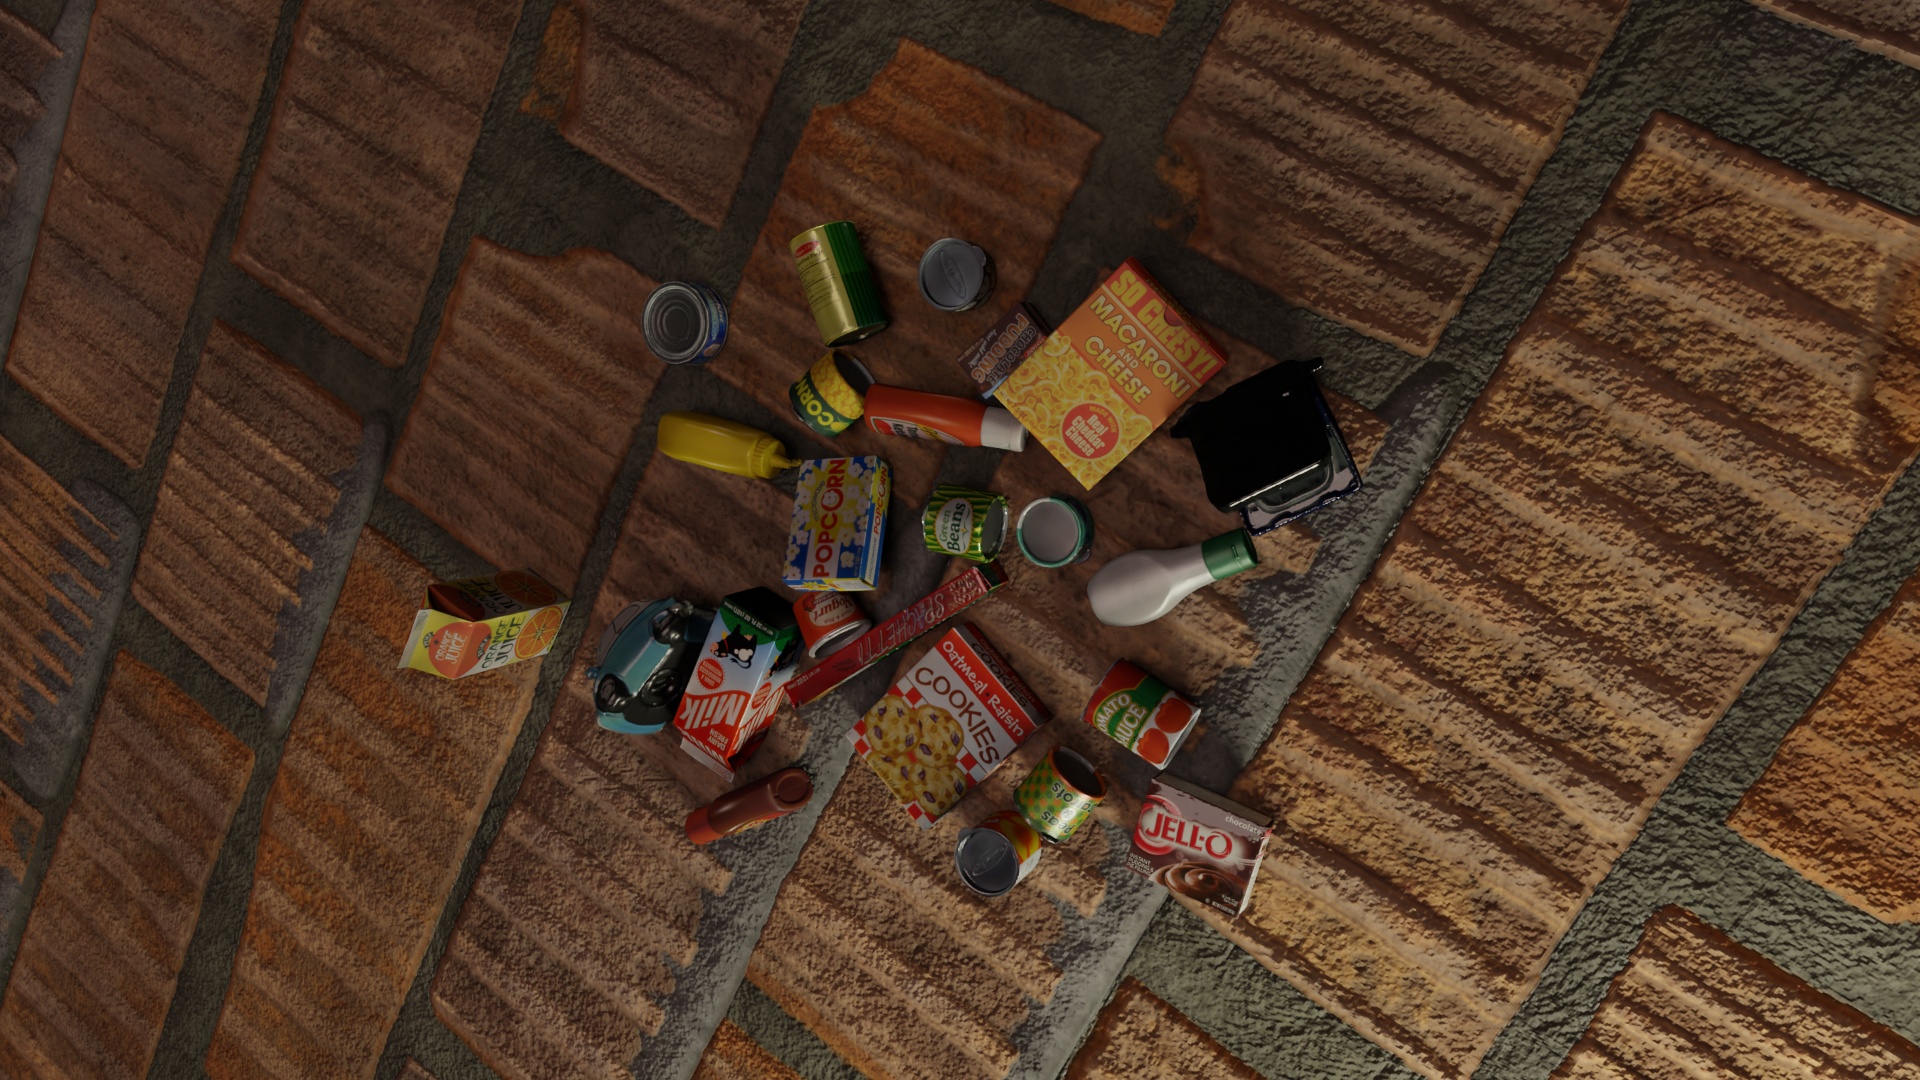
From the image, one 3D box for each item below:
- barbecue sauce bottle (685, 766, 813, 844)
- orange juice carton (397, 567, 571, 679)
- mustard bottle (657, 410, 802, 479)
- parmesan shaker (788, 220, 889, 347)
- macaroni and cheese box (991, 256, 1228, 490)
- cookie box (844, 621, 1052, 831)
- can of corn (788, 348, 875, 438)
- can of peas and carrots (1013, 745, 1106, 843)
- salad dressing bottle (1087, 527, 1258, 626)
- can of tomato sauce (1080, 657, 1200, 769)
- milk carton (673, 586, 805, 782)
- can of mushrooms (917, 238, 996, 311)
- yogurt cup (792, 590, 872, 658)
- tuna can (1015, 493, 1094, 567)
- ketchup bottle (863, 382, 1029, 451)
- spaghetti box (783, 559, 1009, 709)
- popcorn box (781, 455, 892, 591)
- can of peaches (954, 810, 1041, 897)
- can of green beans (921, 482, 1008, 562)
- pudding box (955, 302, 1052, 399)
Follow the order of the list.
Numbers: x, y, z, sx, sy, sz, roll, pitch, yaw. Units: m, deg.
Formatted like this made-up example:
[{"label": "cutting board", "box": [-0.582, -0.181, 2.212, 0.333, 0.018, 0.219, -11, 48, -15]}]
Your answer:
[{"label": "barbecue sauce bottle", "box": [-0.221, 0.274, 1.420, 0.148, 0.065, 0.043, -27, 82, 33]}, {"label": "orange juice carton", "box": [-0.505, 0.087, 1.453, 0.073, 0.193, 0.071, 33, 108, 17]}, {"label": "mustard bottle", "box": [-0.224, -0.091, 1.371, 0.160, 0.065, 0.048, 17, 106, 27]}, {"label": "parmesan shaker", "box": [-0.116, -0.240, 1.311, 0.071, 0.071, 0.103, -20, 88, 25]}, {"label": "macaroni and cheese box", "box": [0.130, -0.144, 1.209, 0.123, 0.040, 0.166, 45, 112, -3]}, {"label": "cookie box", "box": [-0.013, 0.177, 1.326, 0.167, 0.040, 0.123, -46, 77, 23]}, {"label": "can of corn", "box": [-0.121, -0.140, 1.321, 0.058, 0.071, 0.071, -39, 80, 23]}, {"label": "can of peas and carrots", "box": [0.091, 0.232, 1.267, 0.071, 0.071, 0.058, 42, 110, 14]}, {"label": "salad dressing bottle", "box": [0.186, 0.030, 1.218, 0.147, 0.044, 0.064, -22, 85, 24]}, {"label": "can of tomato sauce", "box": [0.159, 0.154, 1.228, 0.083, 0.071, 0.071, 32, 108, 17]}, {"label": "milk carton", "box": [-0.225, 0.148, 1.399, 0.072, 0.073, 0.190, 31, 108, 18]}, {"label": "can of mushrooms", "box": [-0.001, -0.244, 1.276, 0.071, 0.033, 0.071, 3, 97, 25]}, {"label": "yogurt cup", "box": [-0.128, 0.076, 1.353, 0.072, 0.072, 0.054, -37, 73, 23]}, {"label": "tuna can", "box": [0.087, -0.007, 1.263, 0.071, 0.033, 0.071, 3, 97, 24]}, {"label": "ketchup bottle", "box": [-0.011, -0.112, 1.282, 0.149, 0.064, 0.043, 10, 78, 14]}, {"label": "spaghetti box", "box": [-0.064, 0.091, 1.333, 0.249, 0.050, 0.029, -33, 84, 24]}, {"label": "popcorn box", "box": [-0.117, -0.016, 1.324, 0.085, 0.038, 0.127, -2, 69, 25]}, {"label": "can of peaches", "box": [0.034, 0.292, 1.307, 0.071, 0.058, 0.071, 3, 98, 25]}, {"label": "can of green beans", "box": [0.006, -0.016, 1.280, 0.058, 0.071, 0.071, 12, 101, 22]}, {"label": "pudding box", "box": [0.043, -0.172, 1.266, 0.083, 0.030, 0.050, -39, 81, 23]}]
